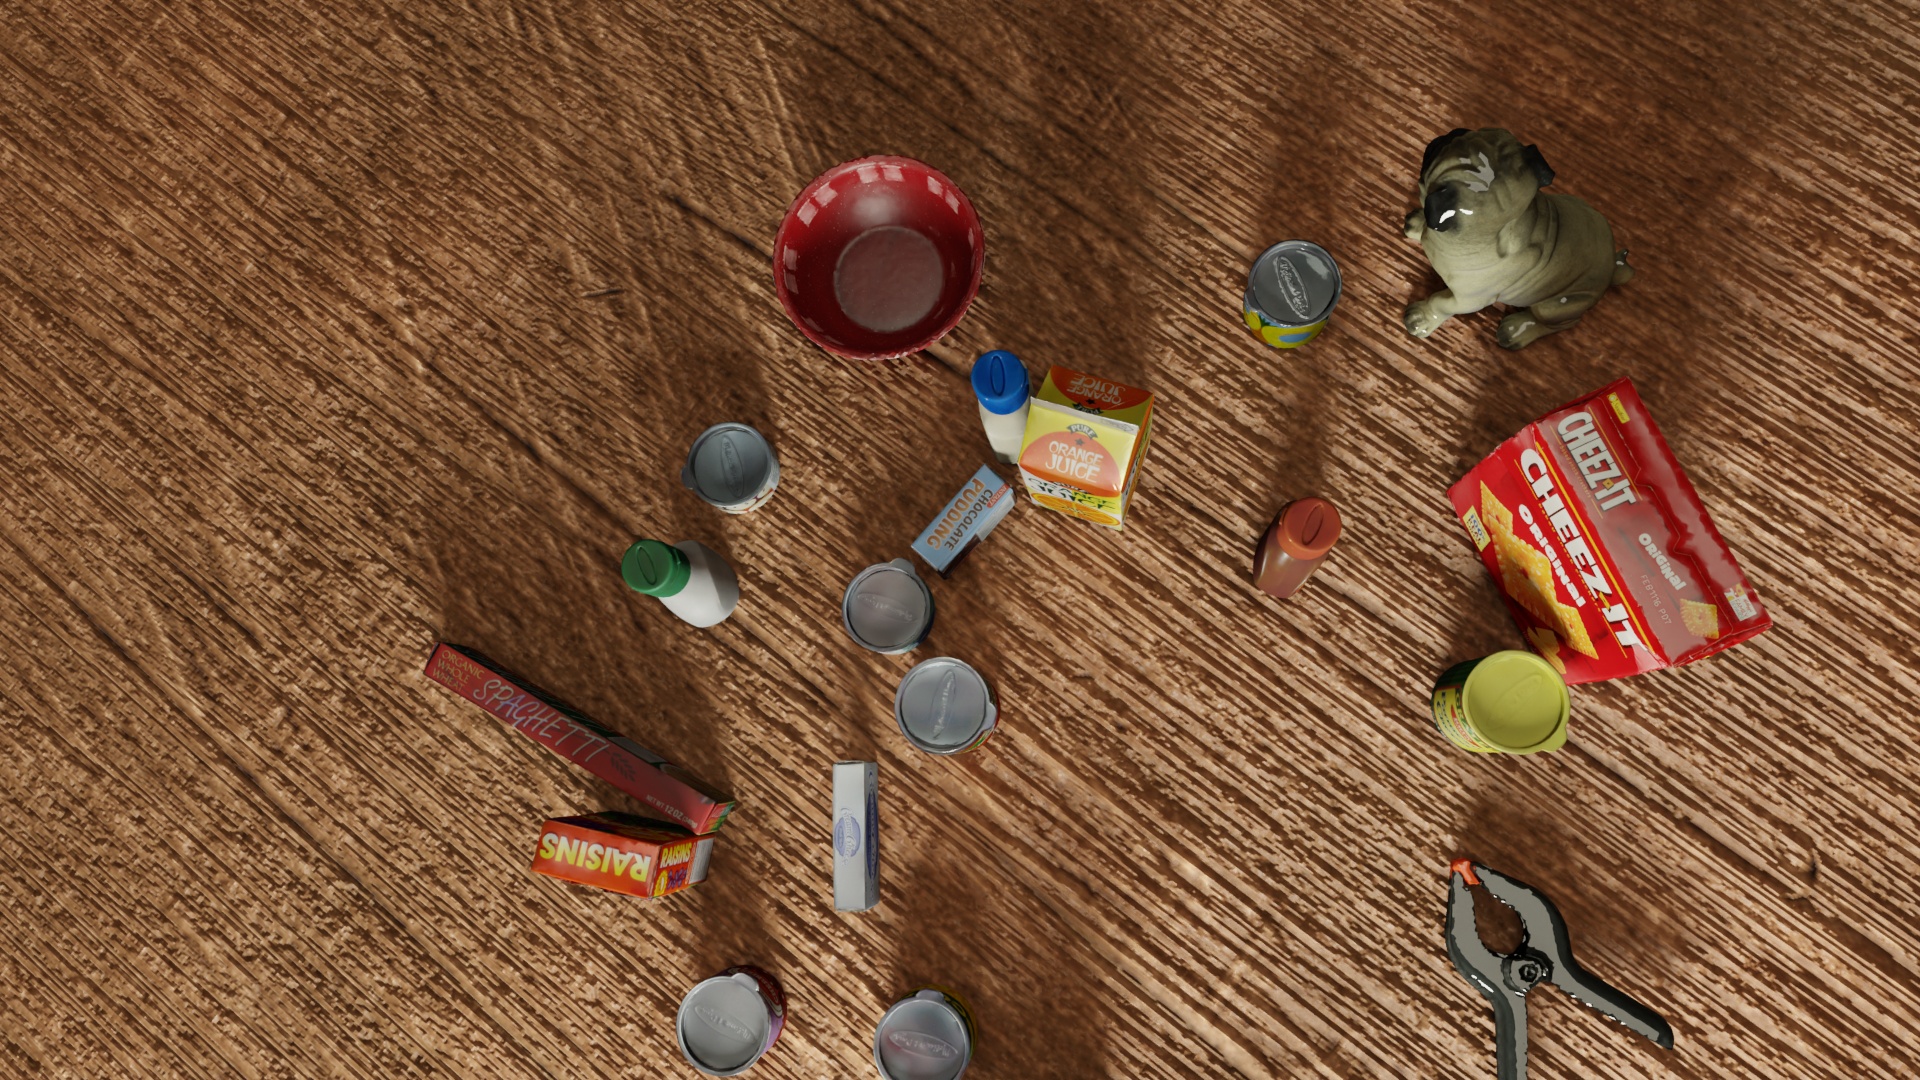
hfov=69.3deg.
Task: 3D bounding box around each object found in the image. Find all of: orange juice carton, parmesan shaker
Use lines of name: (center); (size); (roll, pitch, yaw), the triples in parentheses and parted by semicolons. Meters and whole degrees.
orange juice carton: (0.087, -0.065, 0.949); (0.072, 0.192, 0.073); (18, 84, 9)
parmesan shaker: (0.362, 0.112, 0.934); (0.071, 0.103, 0.071); (-1, 81, 7)

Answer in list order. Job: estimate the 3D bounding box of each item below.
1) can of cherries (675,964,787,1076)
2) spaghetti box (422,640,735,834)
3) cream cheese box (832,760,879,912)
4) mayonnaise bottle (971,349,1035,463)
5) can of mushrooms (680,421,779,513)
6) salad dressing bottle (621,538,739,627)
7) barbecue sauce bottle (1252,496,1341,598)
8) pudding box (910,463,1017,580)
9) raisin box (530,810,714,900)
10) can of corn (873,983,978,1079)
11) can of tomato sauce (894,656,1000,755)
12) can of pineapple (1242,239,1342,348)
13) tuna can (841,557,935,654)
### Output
can of cherries: (-0.158, 0.335, 0.979); (0.071, 0.058, 0.071); (-1, 81, 6)
spaghetti box: (-0.284, 0.145, 1.029); (0.250, 0.050, 0.029); (27, 85, 10)
cream cheese box: (-0.074, 0.210, 0.993); (0.024, 0.053, 0.104); (-2, 80, 6)
mayonnaise bottle: (0.033, -0.098, 0.984); (0.041, 0.148, 0.065); (-5, 81, 6)
can of mushrooms: (-0.175, -0.054, 1.059); (0.071, 0.033, 0.071); (-1, 81, 6)
salad dressing bottle: (-0.199, 0.027, 0.990); (0.044, 0.147, 0.064); (-24, 79, 3)
barbecue sauce bottle: (0.229, 0.001, 0.945); (0.044, 0.148, 0.065); (23, 84, 10)
pudding box: (0.004, -0.013, 1.023); (0.030, 0.049, 0.084); (41, 87, 11)
raisin box: (-0.233, 0.219, 0.974); (0.086, 0.123, 0.040); (11, 83, 8)
can of corn: (-0.022, 0.342, 0.962); (0.071, 0.058, 0.071); (-1, 81, 6)
can of tomato sauce: (-0.006, 0.119, 0.985); (0.071, 0.083, 0.071); (-1, 81, 6)
can of pineapple: (0.241, -0.180, 1.020); (0.071, 0.058, 0.071); (-1, 81, 6)
tuna can: (-0.052, 0.049, 1.028); (0.071, 0.033, 0.071); (-1, 81, 6)
